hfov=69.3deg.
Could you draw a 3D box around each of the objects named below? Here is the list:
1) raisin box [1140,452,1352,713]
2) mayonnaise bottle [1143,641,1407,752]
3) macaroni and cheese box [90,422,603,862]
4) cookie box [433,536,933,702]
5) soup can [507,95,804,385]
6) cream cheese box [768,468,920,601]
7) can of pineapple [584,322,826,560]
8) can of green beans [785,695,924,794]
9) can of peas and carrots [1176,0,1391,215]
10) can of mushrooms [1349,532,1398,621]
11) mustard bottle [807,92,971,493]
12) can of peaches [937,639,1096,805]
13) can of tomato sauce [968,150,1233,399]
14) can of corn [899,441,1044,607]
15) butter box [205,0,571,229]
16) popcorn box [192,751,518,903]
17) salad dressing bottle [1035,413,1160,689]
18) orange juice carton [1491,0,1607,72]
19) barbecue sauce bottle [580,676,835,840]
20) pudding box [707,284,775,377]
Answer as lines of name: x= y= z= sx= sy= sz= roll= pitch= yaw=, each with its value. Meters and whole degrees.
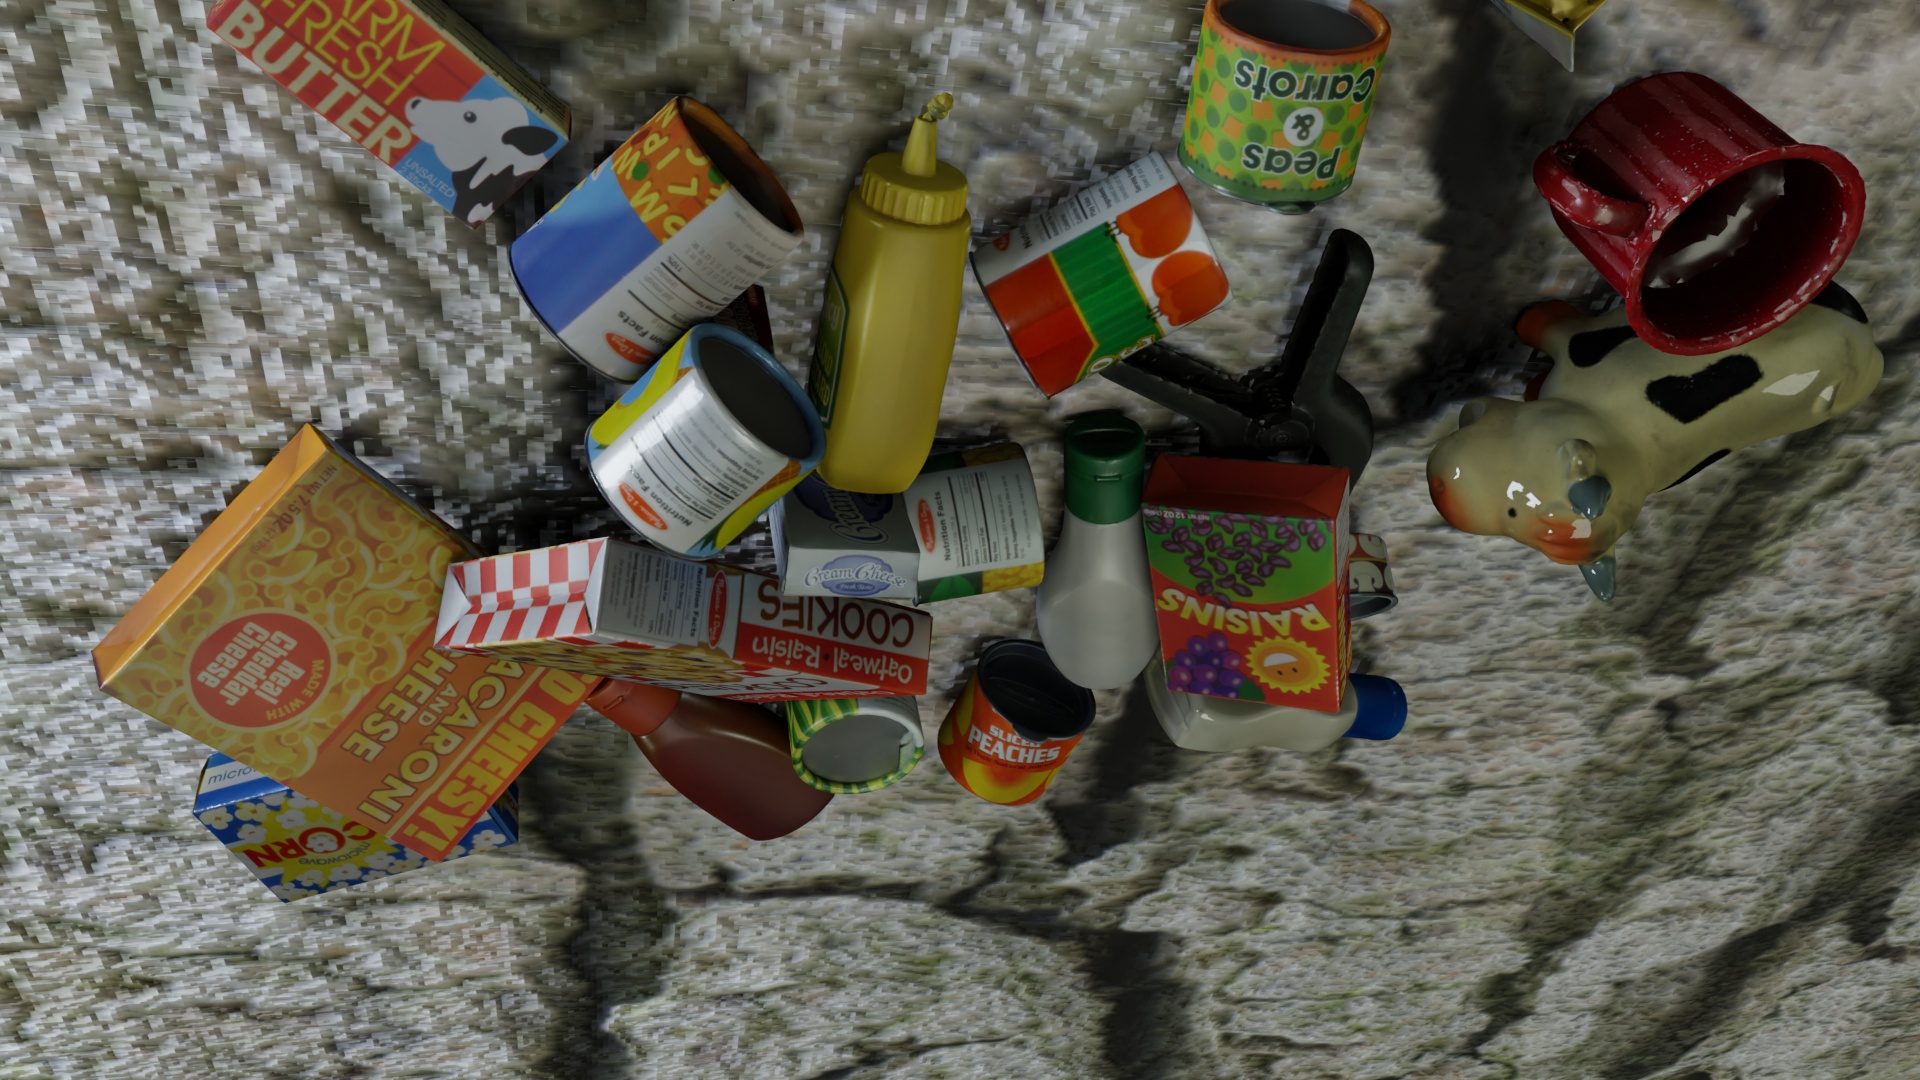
raisin box: x=0.133 y=0.021 z=0.637 sx=0.086 sy=0.040 sz=0.122 roll=5 pitch=133 yaw=22
mayonnaise bottle: x=0.174 y=0.087 z=0.753 sx=0.148 sy=0.065 sz=0.041 roll=8 pitch=129 yaw=-25
macaroni and cheese box: x=-0.250 y=0.049 z=0.594 sx=0.124 sy=0.040 sz=0.166 roll=-49 pitch=131 yaw=-7
cookie box: x=-0.113 y=0.038 z=0.587 sx=0.123 sy=0.040 sz=0.167 roll=-8 pitch=162 yaw=43
soup can: x=-0.109 y=-0.109 z=0.498 sx=0.083 sy=0.072 sz=0.071 roll=-37 pitch=130 yaw=15
cream cheese box: x=-0.052 y=-0.013 z=0.574 sx=0.053 sy=0.104 sz=0.024 roll=2 pitch=121 yaw=-15
can of pineapple: x=-0.091 y=-0.037 z=0.501 sx=0.057 sy=0.071 sz=0.071 roll=-38 pitch=129 yaw=22
can of green beans: x=-0.054 y=0.085 z=0.697 sx=0.071 sy=0.058 sz=0.071 roll=-7 pitch=133 yaw=-7
can of peas and carrots: x=0.116 y=-0.161 z=0.501 sx=0.071 sy=0.071 sz=0.058 roll=-4 pitch=132 yaw=-10
can of mushrooms: x=0.179 y=0.021 z=0.693 sx=0.071 sy=0.033 sz=0.071 roll=-6 pitch=164 yaw=-2
mustard bottle: x=-0.026 y=-0.096 z=0.535 sx=0.049 sy=0.065 sz=0.159 roll=1 pitch=125 yaw=-19
can of peaches: x=0.028 y=0.096 z=0.718 sx=0.071 sy=0.071 sz=0.057 roll=11 pitch=130 yaw=-22
can of tomato sauce: x=0.056 y=-0.102 z=0.544 sx=0.083 sy=0.071 sz=0.071 roll=-27 pitch=132 yaw=11
can of corn: x=0.002 y=-0.008 z=0.621 sx=0.058 sy=0.071 sz=0.070 roll=-9 pitch=134 yaw=-6
butter box: x=-0.187 y=-0.156 z=0.464 sx=0.053 sy=0.024 sz=0.103 roll=-37 pitch=130 yaw=19
popcorn box: x=-0.297 y=0.130 z=0.693 sx=0.127 sy=0.038 sz=0.084 roll=-15 pitch=133 yaw=0
salad dressing bottle: x=0.068 y=0.007 z=0.665 sx=0.064 sy=0.044 sz=0.146 roll=-2 pitch=132 yaw=1
orange juice carton: x=0.184 y=-0.249 z=0.436 sx=0.073 sy=0.072 sz=0.191 roll=-16 pitch=134 yaw=1
barbecue sauce bottle: x=-0.130 y=0.099 z=0.702 sx=0.065 sy=0.044 sz=0.148 roll=-32 pitch=131 yaw=16
pudding box: x=-0.099 y=-0.058 z=0.559 sx=0.030 sy=0.050 sz=0.083 roll=5 pitch=130 yaw=-20
